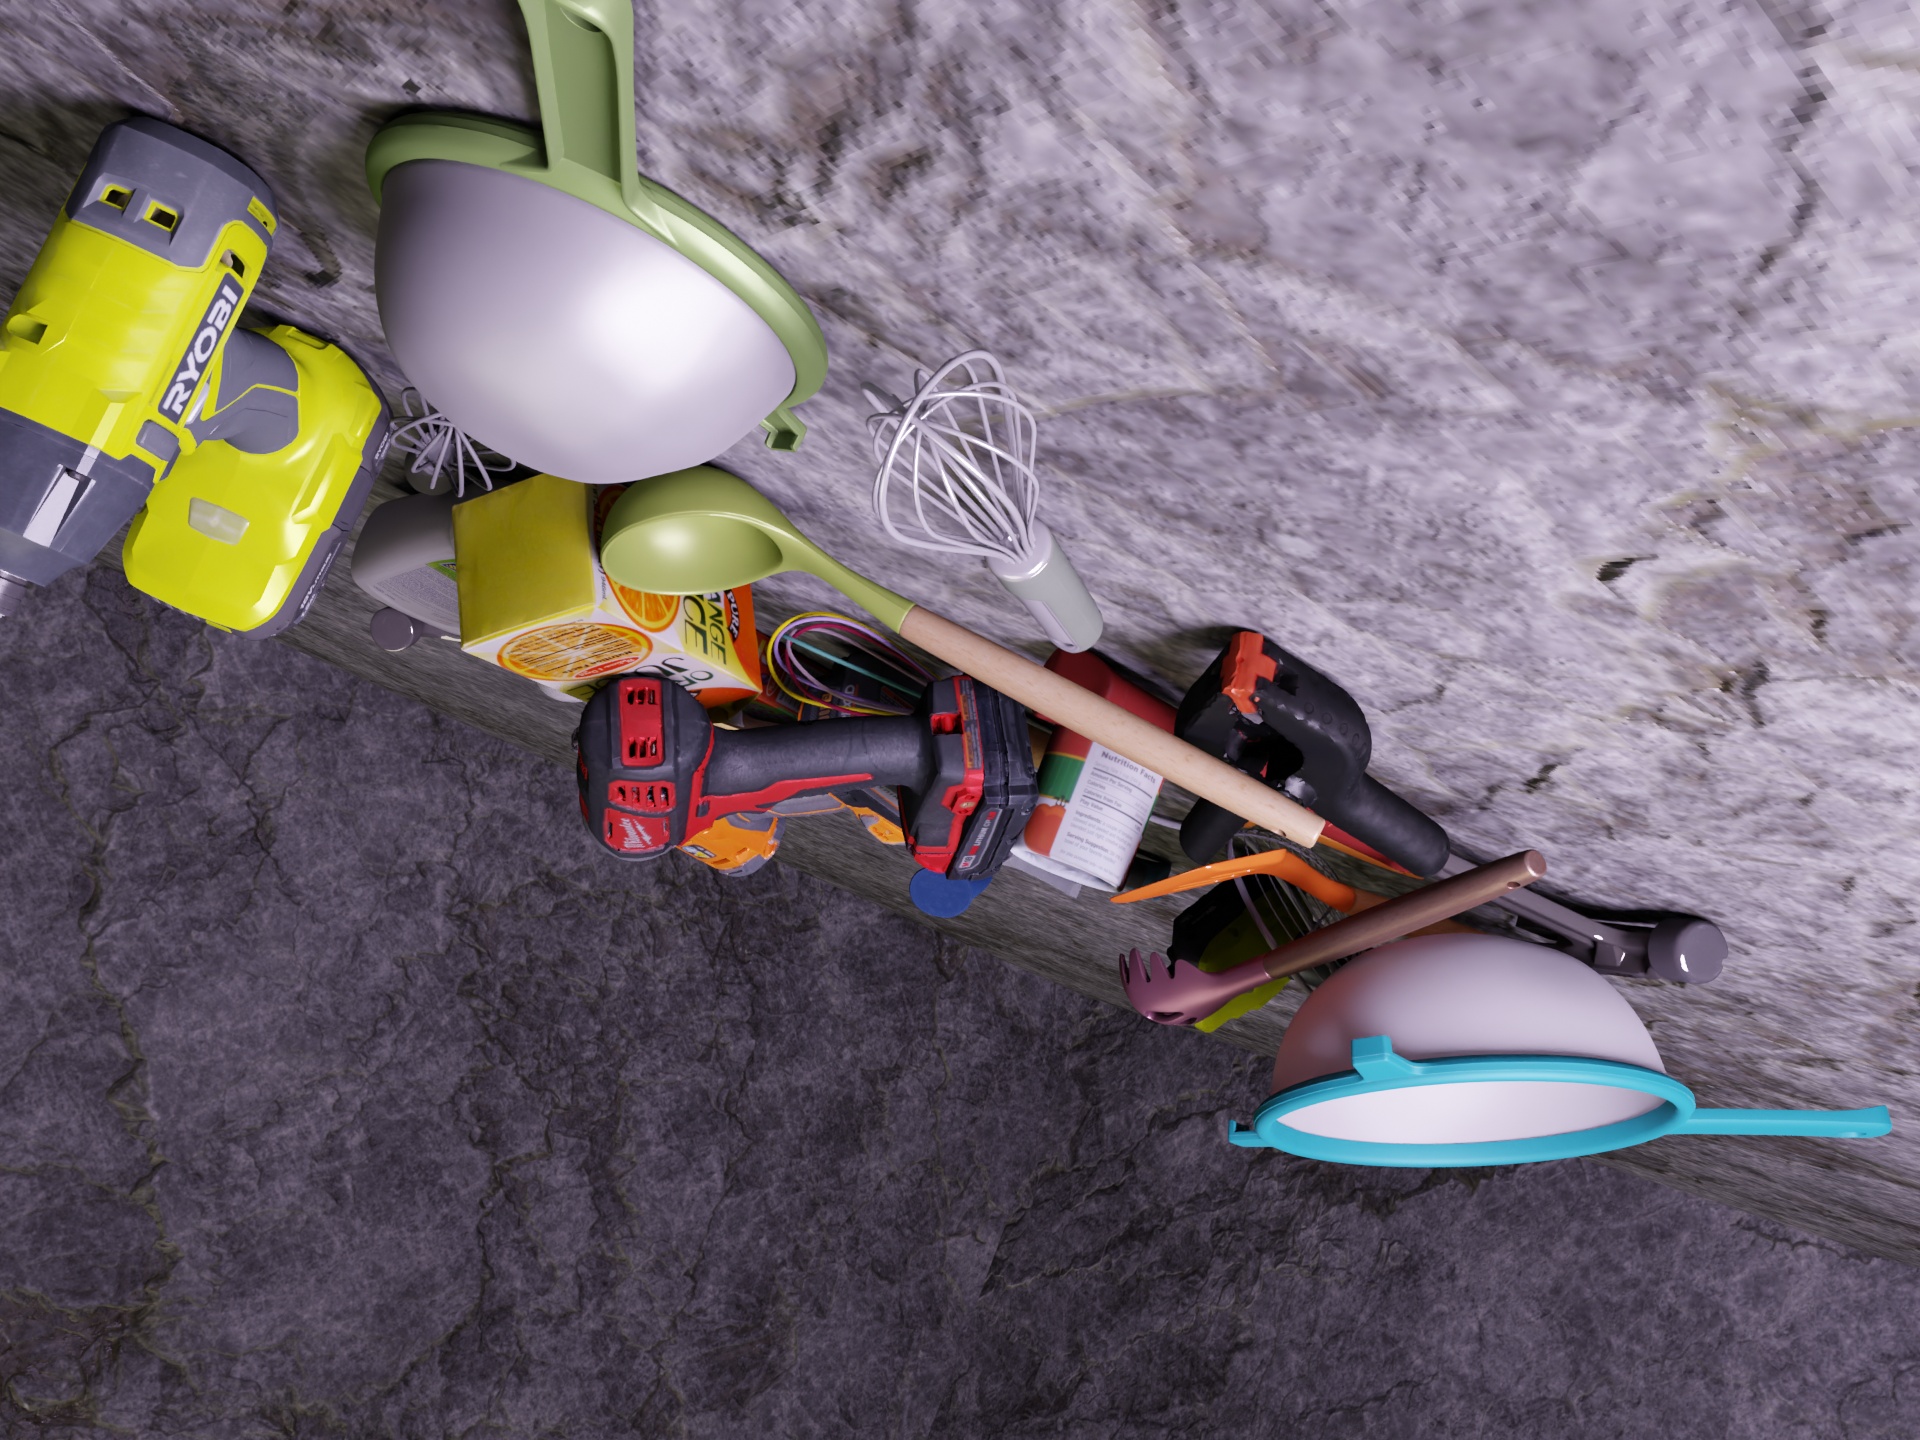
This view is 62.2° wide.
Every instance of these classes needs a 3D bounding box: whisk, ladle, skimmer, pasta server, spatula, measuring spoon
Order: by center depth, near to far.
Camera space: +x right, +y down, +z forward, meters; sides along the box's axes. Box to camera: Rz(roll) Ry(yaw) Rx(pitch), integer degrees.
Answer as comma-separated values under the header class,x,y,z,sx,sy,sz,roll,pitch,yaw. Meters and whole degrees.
class,x,y,z,sx,sy,sz,roll,pitch,yaw
whisk,0.017,-0.061,0.542,0.058,0.059,0.246,31,178,19
ladle,-0.005,-0.019,0.648,0.320,0.062,0.078,28,165,11
whisk,-0.239,-0.126,0.741,0.055,0.055,0.239,26,174,-21
pasta server,0.178,0.112,0.818,0.060,0.040,0.316,21,150,-20
spatula,0.230,0.114,0.879,0.322,0.041,0.081,20,152,-27
whisk,-0.003,-0.001,0.896,0.244,0.047,0.051,24,169,-29
measuring spoon,0.211,0.073,0.922,0.117,0.011,0.021,20,170,9
skimmer,0.080,0.078,0.989,0.363,0.090,0.127,19,-173,20

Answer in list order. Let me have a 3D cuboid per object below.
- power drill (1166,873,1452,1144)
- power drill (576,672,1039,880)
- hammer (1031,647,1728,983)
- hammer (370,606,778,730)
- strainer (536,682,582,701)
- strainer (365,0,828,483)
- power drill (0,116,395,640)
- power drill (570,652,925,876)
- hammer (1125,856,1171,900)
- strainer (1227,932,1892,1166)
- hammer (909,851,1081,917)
class,x,y,z,sx,sy,sz,roll,pitch,yaw
power drill,0.248,0.183,1.016,0.229,0.080,0.190,18,-151,36
power drill,-0.082,0.032,0.806,0.219,0.079,0.143,-1,152,-14
hammer,0.193,0.052,0.788,0.359,0.037,0.149,24,169,-16
hammer,-0.236,-0.029,1.129,0.331,0.031,0.130,19,-165,0
strainer,-0.274,-0.056,1.051,0.086,0.050,0.259,16,-170,-32
strainer,-0.111,-0.118,0.440,0.151,0.069,0.256,23,171,-8
power drill,-0.302,-0.107,0.616,0.080,0.171,0.223,23,173,-4
power drill,-0.120,0.029,0.975,0.226,0.084,0.164,-13,146,34
hammer,0.007,0.077,1.246,0.331,0.033,0.128,18,-177,0
strainer,0.317,0.168,0.824,0.340,0.095,0.211,4,154,-9
hammer,0.020,0.117,1.250,0.144,0.035,0.405,19,-178,7
